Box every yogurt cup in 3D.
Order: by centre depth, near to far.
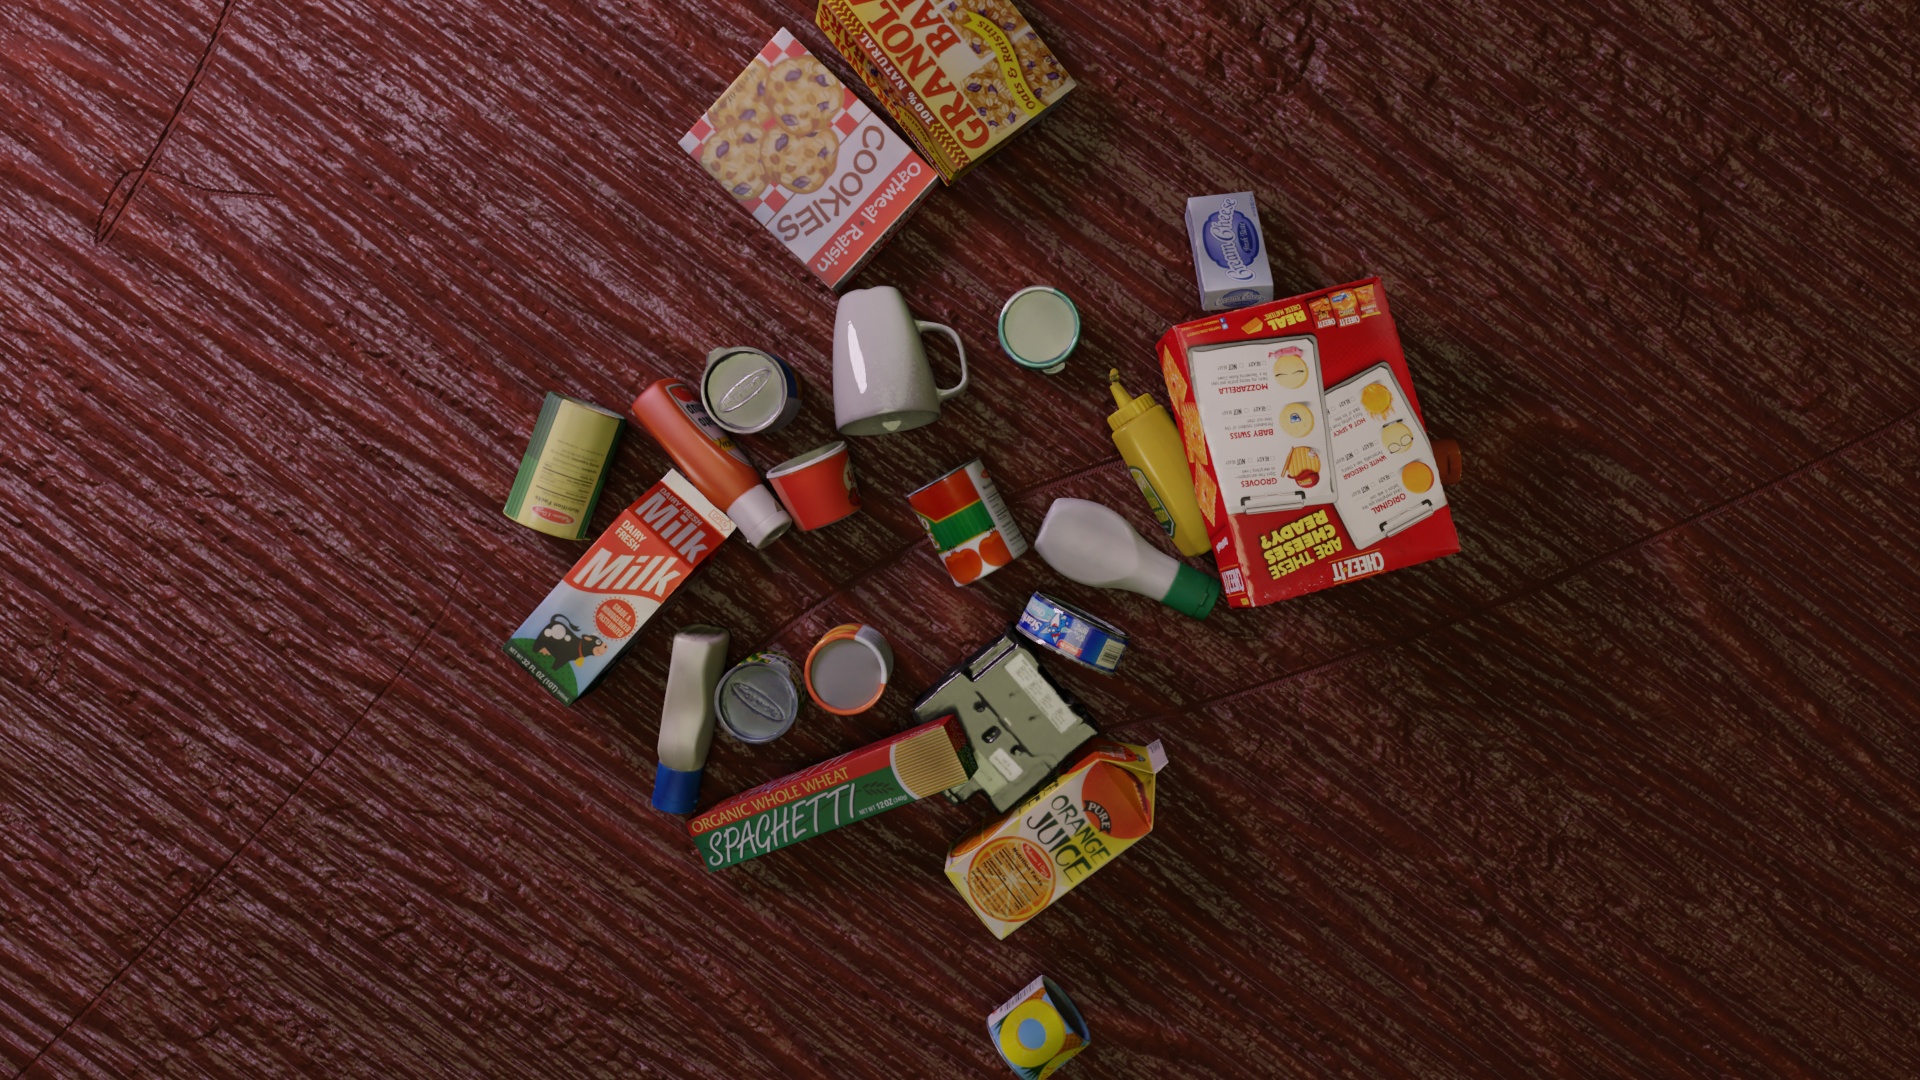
[{"bbox_3d":[-0.112,-0.042,1.099,0.072,0.072,0.054,-21,101,3],"label":"yogurt cup"}]

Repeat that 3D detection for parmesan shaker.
[{"bbox_3d":[-0.310,-0.059,1.103,0.071,0.071,0.103,22,94,0],"label":"parmesan shaker"}]

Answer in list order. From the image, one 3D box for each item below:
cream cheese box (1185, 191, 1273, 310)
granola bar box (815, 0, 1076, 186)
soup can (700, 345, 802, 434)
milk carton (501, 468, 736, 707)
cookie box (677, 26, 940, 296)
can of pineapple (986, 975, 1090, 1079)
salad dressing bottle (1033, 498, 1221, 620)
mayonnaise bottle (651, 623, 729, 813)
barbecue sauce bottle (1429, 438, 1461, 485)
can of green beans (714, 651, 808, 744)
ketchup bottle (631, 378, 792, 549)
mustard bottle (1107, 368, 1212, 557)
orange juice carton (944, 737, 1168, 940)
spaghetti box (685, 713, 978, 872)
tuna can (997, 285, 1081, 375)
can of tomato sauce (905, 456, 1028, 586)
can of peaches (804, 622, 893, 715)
[{"bbox_3d":[0.206,-0.222,1.067,0.053,0.024,0.104,-5,55,4],"label":"cream cheese box"},{"bbox_3d":[-0.011,-0.374,1.066,0.124,0.039,0.165,-39,92,-16],"label":"granola bar box"},{"bbox_3d":[-0.163,-0.118,1.084,0.071,0.084,0.071,0,94,2],"label":"soup can"},{"bbox_3d":[-0.266,0.035,1.103,0.072,0.073,0.190,42,94,-2],"label":"milk carton"},{"bbox_3d":[-0.117,-0.296,1.092,0.167,0.040,0.123,43,94,0],"label":"cookie box"},{"bbox_3d":[0.064,0.397,1.121,0.058,0.071,0.071,-40,92,4],"label":"can of pineapple"},{"bbox_3d":[0.133,0.017,1.105,0.148,0.044,0.064,26,94,-1],"label":"salad dressing bottle"},{"bbox_3d":[-0.219,0.144,1.117,0.041,0.065,0.147,12,98,4],"label":"mayonnaise bottle"},{"bbox_3d":[0.314,-0.055,1.093,0.148,0.044,0.064,-5,98,2],"label":"barbecue sauce bottle"},{"bbox_3d":[-0.158,0.125,1.114,0.071,0.058,0.071,0,94,2],"label":"can of green beans"},{"bbox_3d":[-0.193,-0.059,1.090,0.043,0.065,0.149,-42,83,11],"label":"ketchup bottle"},{"bbox_3d":[0.156,-0.063,1.090,0.049,0.065,0.160,-31,87,-5],"label":"mustard bottle"},{"bbox_3d":[0.085,0.224,1.106,0.192,0.072,0.073,-37,92,4],"label":"orange juice carton"},{"bbox_3d":[-0.106,0.203,1.100,0.249,0.029,0.050,-23,94,20],"label":"spaghetti box"},{"bbox_3d":[0.063,-0.166,1.098,0.071,0.033,0.071,0,94,2],"label":"tuna can"},{"bbox_3d":[0.004,-0.014,1.095,0.071,0.071,0.083,-29,93,4],"label":"can of tomato sauce"},{"bbox_3d":[-0.090,0.104,1.110,0.071,0.058,0.071,0,94,1],"label":"can of peaches"}]
